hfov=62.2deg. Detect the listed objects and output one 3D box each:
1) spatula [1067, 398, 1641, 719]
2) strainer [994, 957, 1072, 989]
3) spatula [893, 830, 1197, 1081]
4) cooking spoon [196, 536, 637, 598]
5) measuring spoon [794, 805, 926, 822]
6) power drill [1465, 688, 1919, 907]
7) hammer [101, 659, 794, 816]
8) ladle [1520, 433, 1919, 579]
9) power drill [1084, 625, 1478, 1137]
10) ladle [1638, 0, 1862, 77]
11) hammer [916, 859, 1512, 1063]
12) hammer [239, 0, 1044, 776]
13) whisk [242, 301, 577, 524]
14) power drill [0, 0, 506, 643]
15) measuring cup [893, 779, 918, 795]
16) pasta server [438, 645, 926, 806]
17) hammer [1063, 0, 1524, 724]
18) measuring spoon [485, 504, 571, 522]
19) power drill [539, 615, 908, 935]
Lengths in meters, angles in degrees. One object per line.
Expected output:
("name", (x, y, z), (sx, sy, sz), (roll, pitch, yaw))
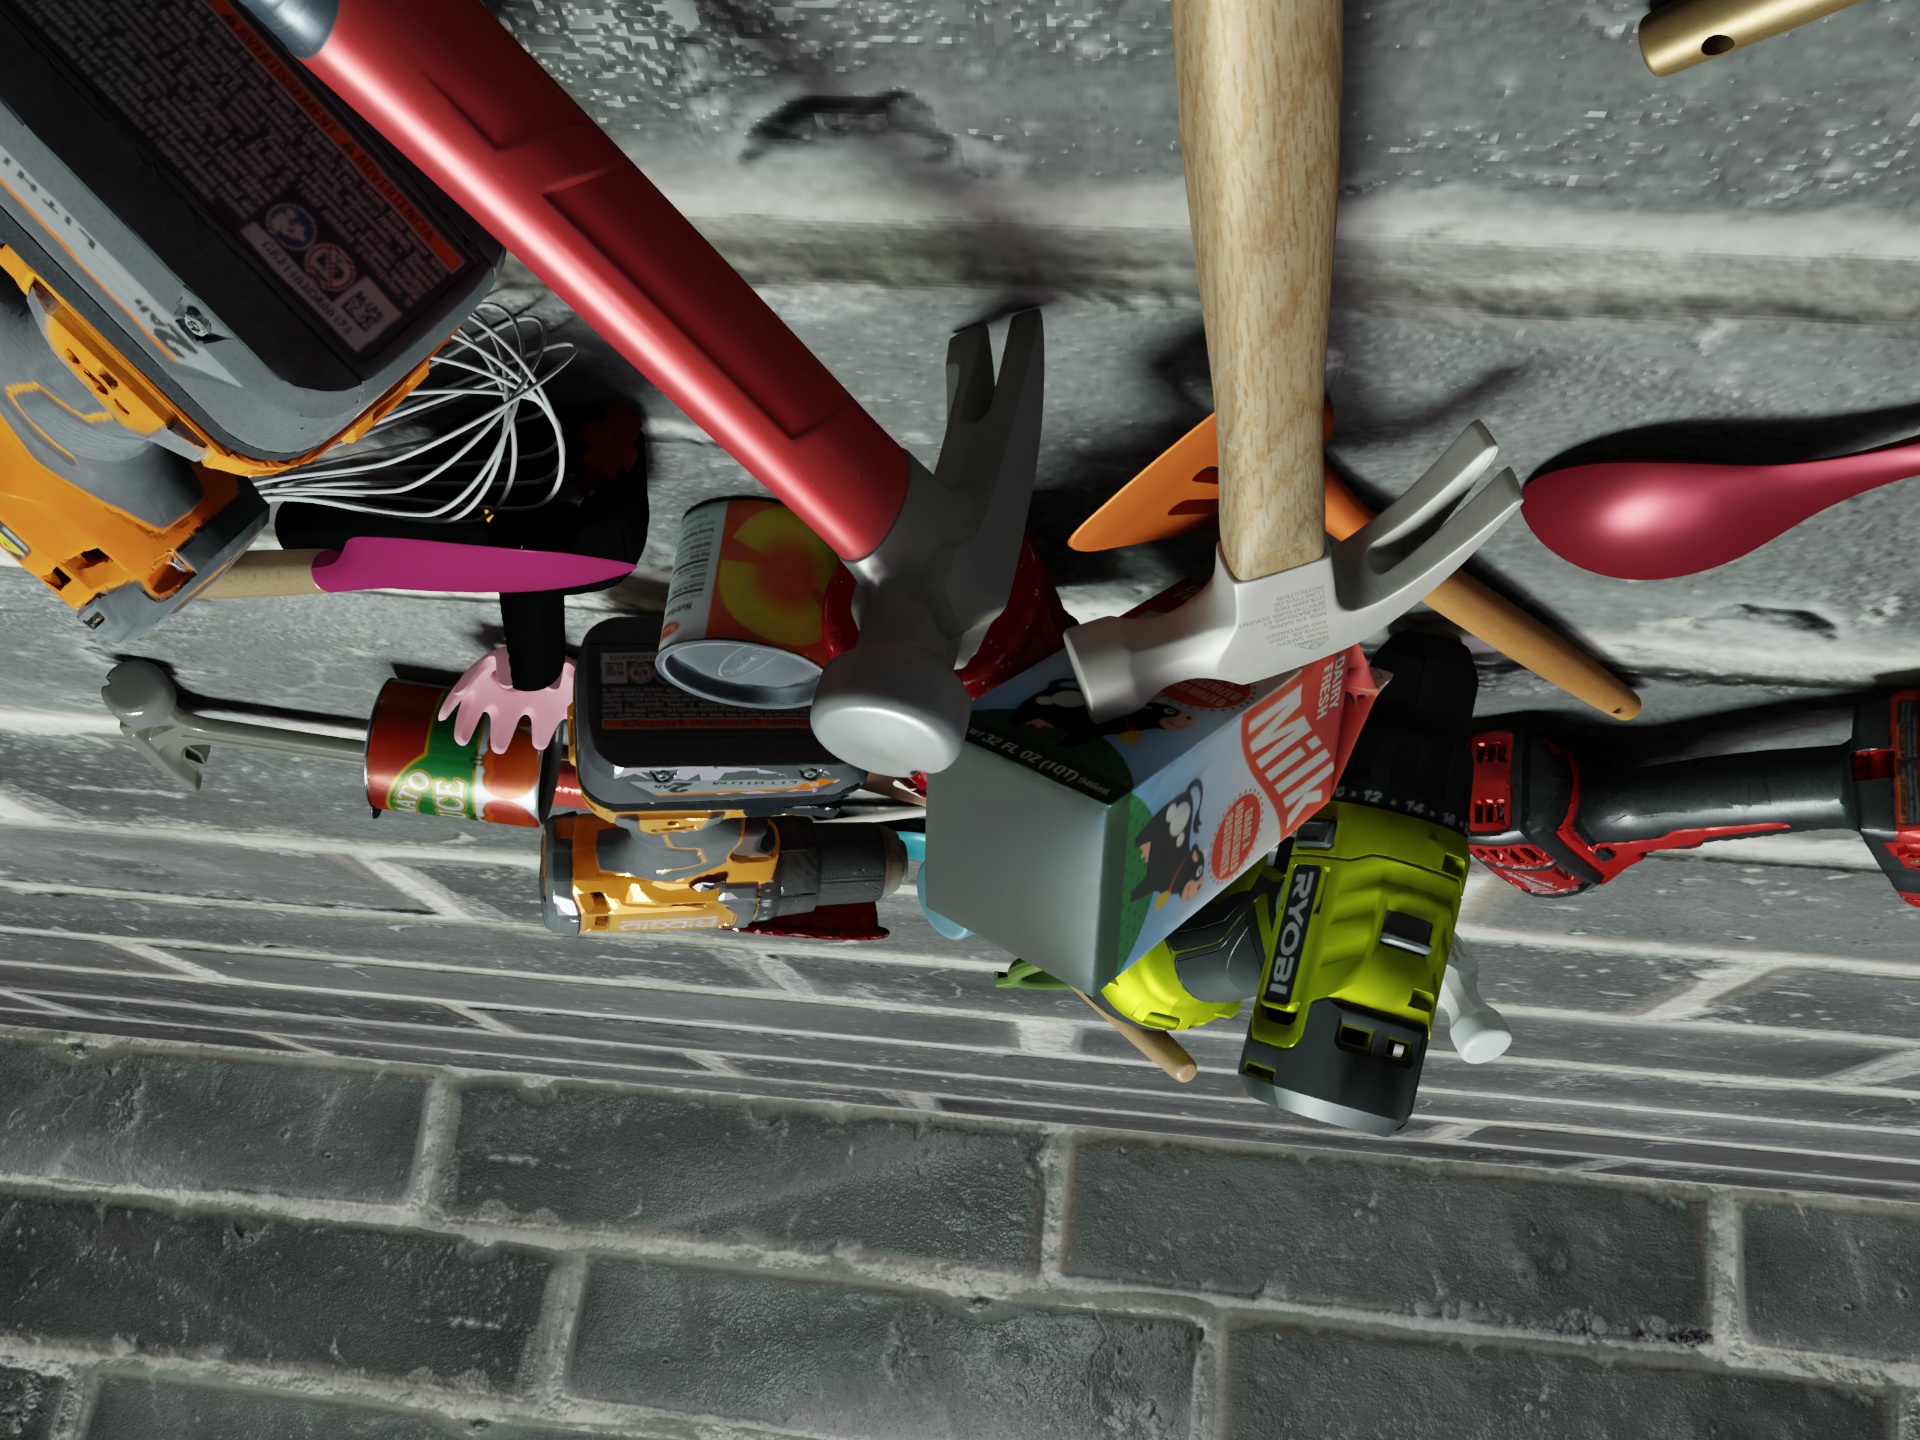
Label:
("spatula", (0.163, -0.043, 0.548), (0.322, 0.041, 0.081), (21, 132, -40))
("strainer", (0.151, 0.119, 0.988), (0.256, 0.069, 0.151), (-2, 163, -16))
("spatula", (0.030, 0.119, 0.884), (0.082, 0.044, 0.318), (21, -170, -35))
("cooking spoon", (-0.238, -0.052, 0.562), (0.319, 0.017, 0.068), (3, 180, 35))
("measuring spoon", (-0.060, 0.051, 0.923), (0.124, 0.018, 0.034), (-7, 172, 14))
("power drill", (0.335, 0.042, 0.692), (0.220, 0.079, 0.143), (-6, 157, 37))
("hammer", (-0.272, 0.030, 0.889), (0.359, 0.037, 0.149), (9, 160, -6))
("ladle", (0.305, -0.083, 0.421), (0.315, 0.031, 0.069), (-13, 153, 39))
("power drill", (0.135, 0.062, 0.682), (0.080, 0.190, 0.228), (18, 171, -16))
("ladle", (0.249, -0.149, 0.209), (0.078, 0.062, 0.320), (26, 155, -38))
("hammer", (0.134, 0.111, 0.840), (0.330, 0.128, 0.033), (10, 127, -23))
("hammer", (-0.103, -0.142, 0.303), (0.038, 0.143, 0.385), (-10, 144, 35))
("whisk", (-0.224, -0.085, 0.527), (0.285, 0.070, 0.070), (-4, 158, 40))
("power drill", (-0.224, -0.111, 0.386), (0.226, 0.084, 0.164), (-15, 124, 49))
("measuring cup", (-0.001, -0.002, 0.719), (0.083, 0.038, 0.167), (0, 158, 15))
("pasta server", (-0.103, 0.017, 0.800), (0.316, 0.040, 0.060), (18, 140, -33))
("hammer", (0.070, -0.104, 0.353), (0.130, 0.031, 0.331), (-18, 149, 2))
("measuring spoon", (-0.198, -0.075, 0.607), (0.117, 0.011, 0.021), (3, 160, 9))
("power drill", (-0.099, 0.039, 0.740), (0.185, 0.084, 0.226), (0, 153, -16))
